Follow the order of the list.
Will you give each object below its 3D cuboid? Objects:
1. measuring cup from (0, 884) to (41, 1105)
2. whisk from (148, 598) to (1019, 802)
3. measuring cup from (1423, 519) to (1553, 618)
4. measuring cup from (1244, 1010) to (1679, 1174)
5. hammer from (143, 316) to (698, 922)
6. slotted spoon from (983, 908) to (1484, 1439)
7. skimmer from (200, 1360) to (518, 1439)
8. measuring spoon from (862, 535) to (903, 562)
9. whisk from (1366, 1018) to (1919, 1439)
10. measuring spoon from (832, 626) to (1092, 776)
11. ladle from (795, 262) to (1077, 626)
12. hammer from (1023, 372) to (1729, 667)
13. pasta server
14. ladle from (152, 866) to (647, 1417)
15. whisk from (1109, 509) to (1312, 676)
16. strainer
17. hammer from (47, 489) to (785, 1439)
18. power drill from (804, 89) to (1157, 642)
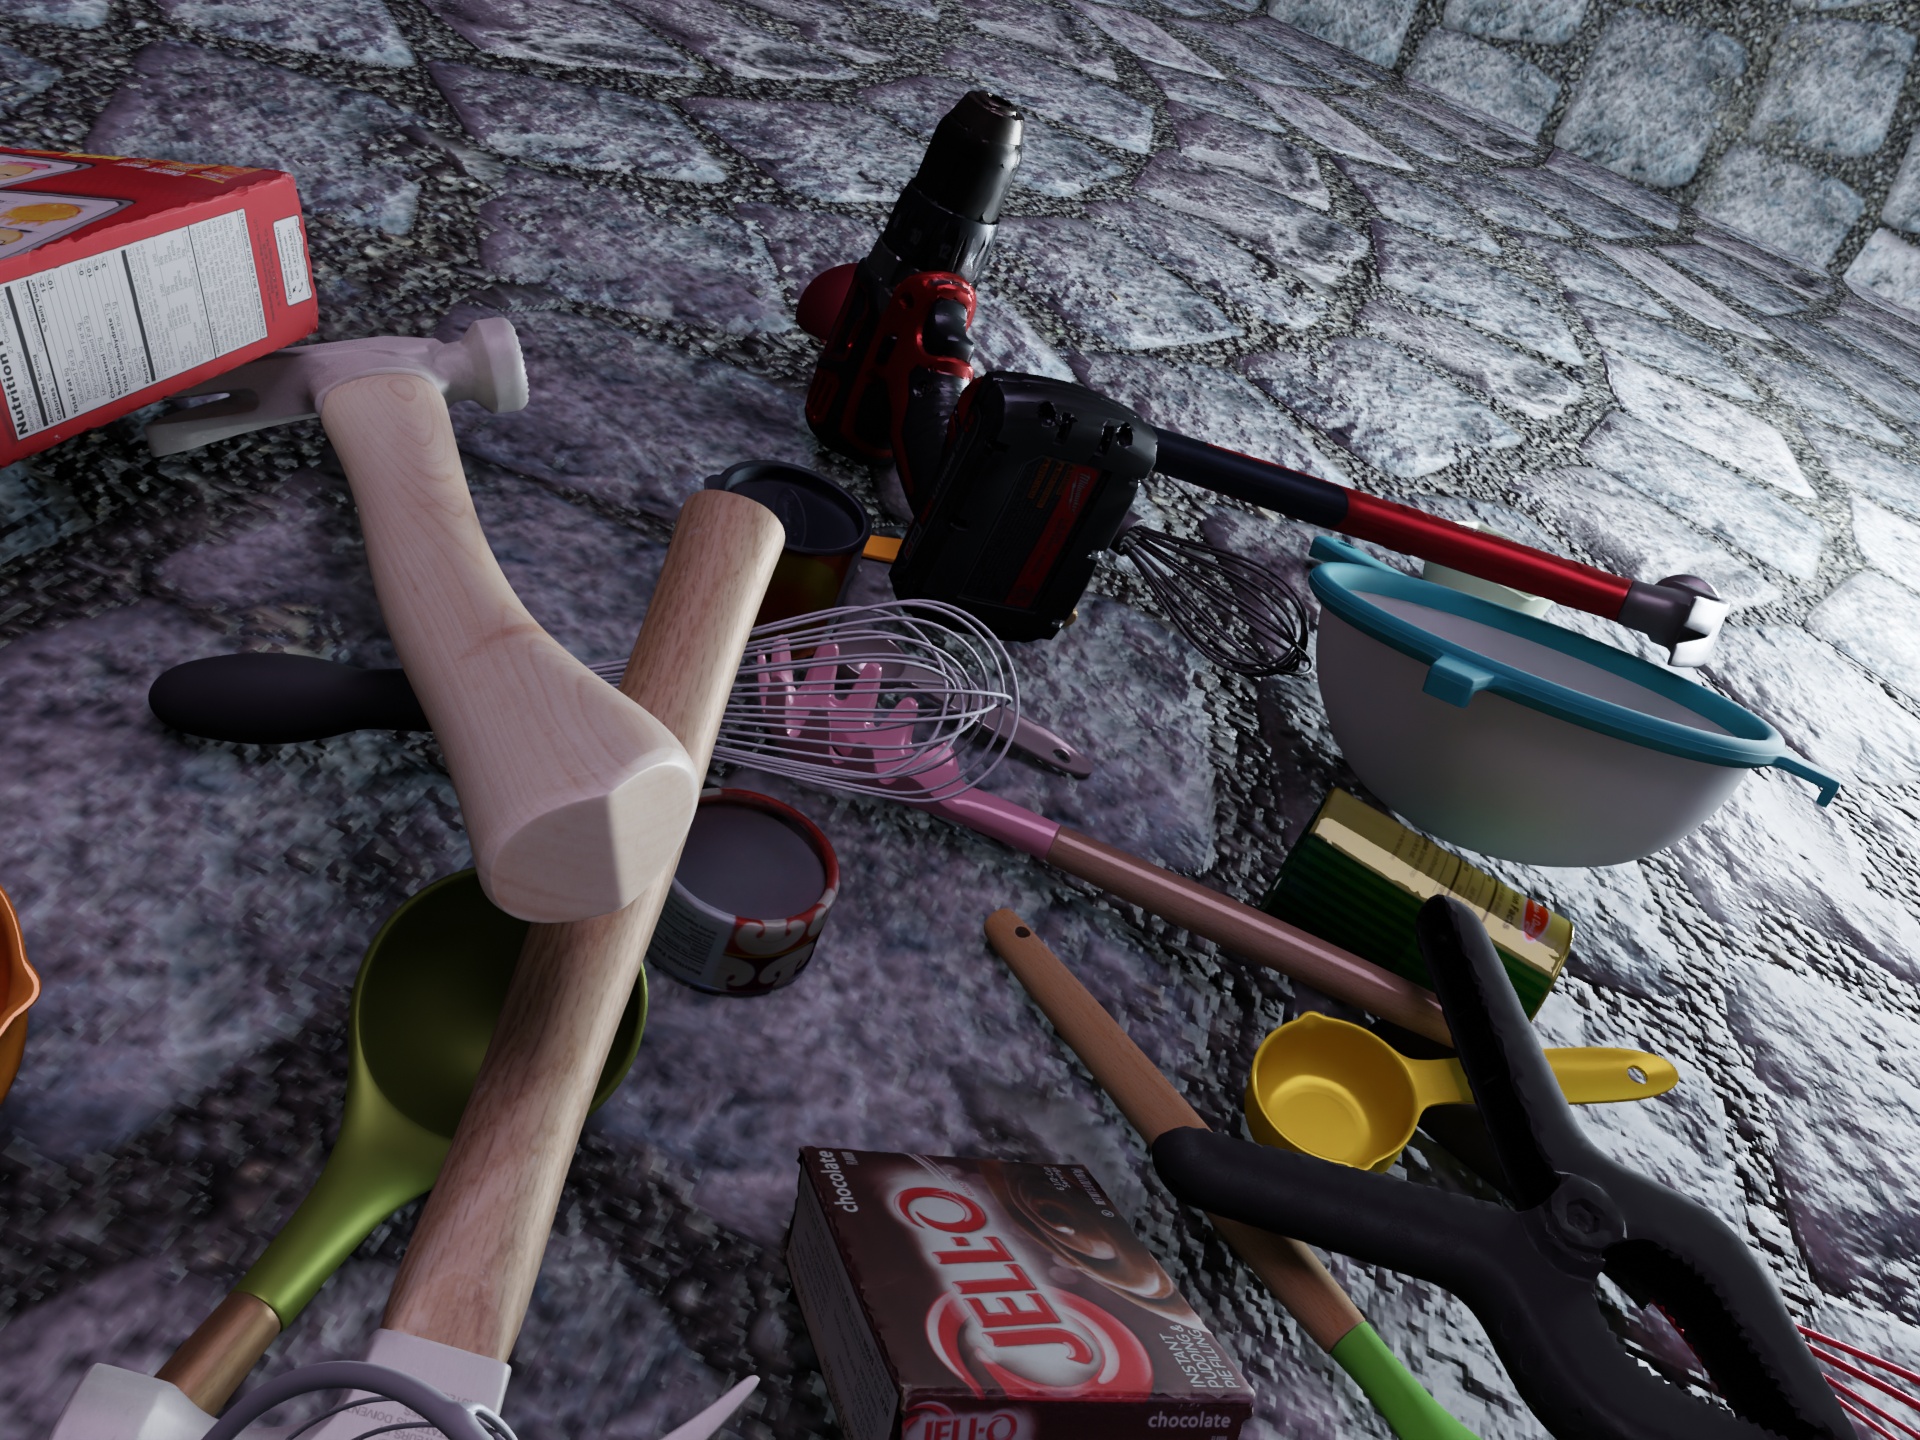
[{"bbox_3d":[-0.261,0.105,0.345,0.095,0.052,0.174,7,53,-22],"label":"measuring cup"},{"bbox_3d":[-0.121,-0.005,0.531,0.284,0.070,0.070,0,39,-7],"label":"whisk"},{"bbox_3d":[0.351,-0.071,0.949,0.167,0.038,0.083,14,36,-18],"label":"measuring cup"},{"bbox_3d":[0.173,0.132,0.552,0.156,0.029,0.062,0,45,-10],"label":"measuring cup"},{"bbox_3d":[-0.173,-0.055,0.487,0.146,0.038,0.411,-14,30,-20],"label":"hammer"},{"bbox_3d":[0.103,0.169,0.494,0.070,0.031,0.314,-15,48,-37],"label":"slotted spoon"},{"bbox_3d":[-0.226,0.143,0.238,0.363,0.090,0.127,10,78,-2],"label":"skimmer"},{"bbox_3d":[-0.031,-0.085,0.759,0.116,0.011,0.021,7,39,-24],"label":"measuring spoon"},{"bbox_3d":[0.247,0.198,0.519,0.073,0.073,0.296,-13,43,-41],"label":"whisk"},{"bbox_3d":[-0.001,-0.002,0.672,0.124,0.018,0.034,27,34,-8],"label":"measuring spoon"},{"bbox_3d":[-0.013,-0.159,0.850,0.069,0.031,0.316,-24,54,-9],"label":"ladle"},{"bbox_3d":[0.187,-0.109,0.812,0.386,0.038,0.143,22,16,21],"label":"hammer"},{"bbox_3d":[0.062,0.051,0.594,0.316,0.040,0.060,24,23,8],"label":"pasta server"},{"bbox_3d":[-0.168,0.144,0.342,0.078,0.062,0.320,33,38,-1],"label":"ladle"},{"bbox_3d":[0.085,-0.093,0.816,0.239,0.055,0.055,39,37,27],"label":"whisk"},{"bbox_3d":[0.231,-0.013,0.772,0.211,0.095,0.341,14,16,-15],"label":"strainer"},{"bbox_3d":[-0.094,0.054,0.416,0.130,0.031,0.332,22,46,-12],"label":"hammer"},{"bbox_3d":[0.005,-0.165,0.725,0.080,0.187,0.227,9,35,-29],"label":"power drill"}]
